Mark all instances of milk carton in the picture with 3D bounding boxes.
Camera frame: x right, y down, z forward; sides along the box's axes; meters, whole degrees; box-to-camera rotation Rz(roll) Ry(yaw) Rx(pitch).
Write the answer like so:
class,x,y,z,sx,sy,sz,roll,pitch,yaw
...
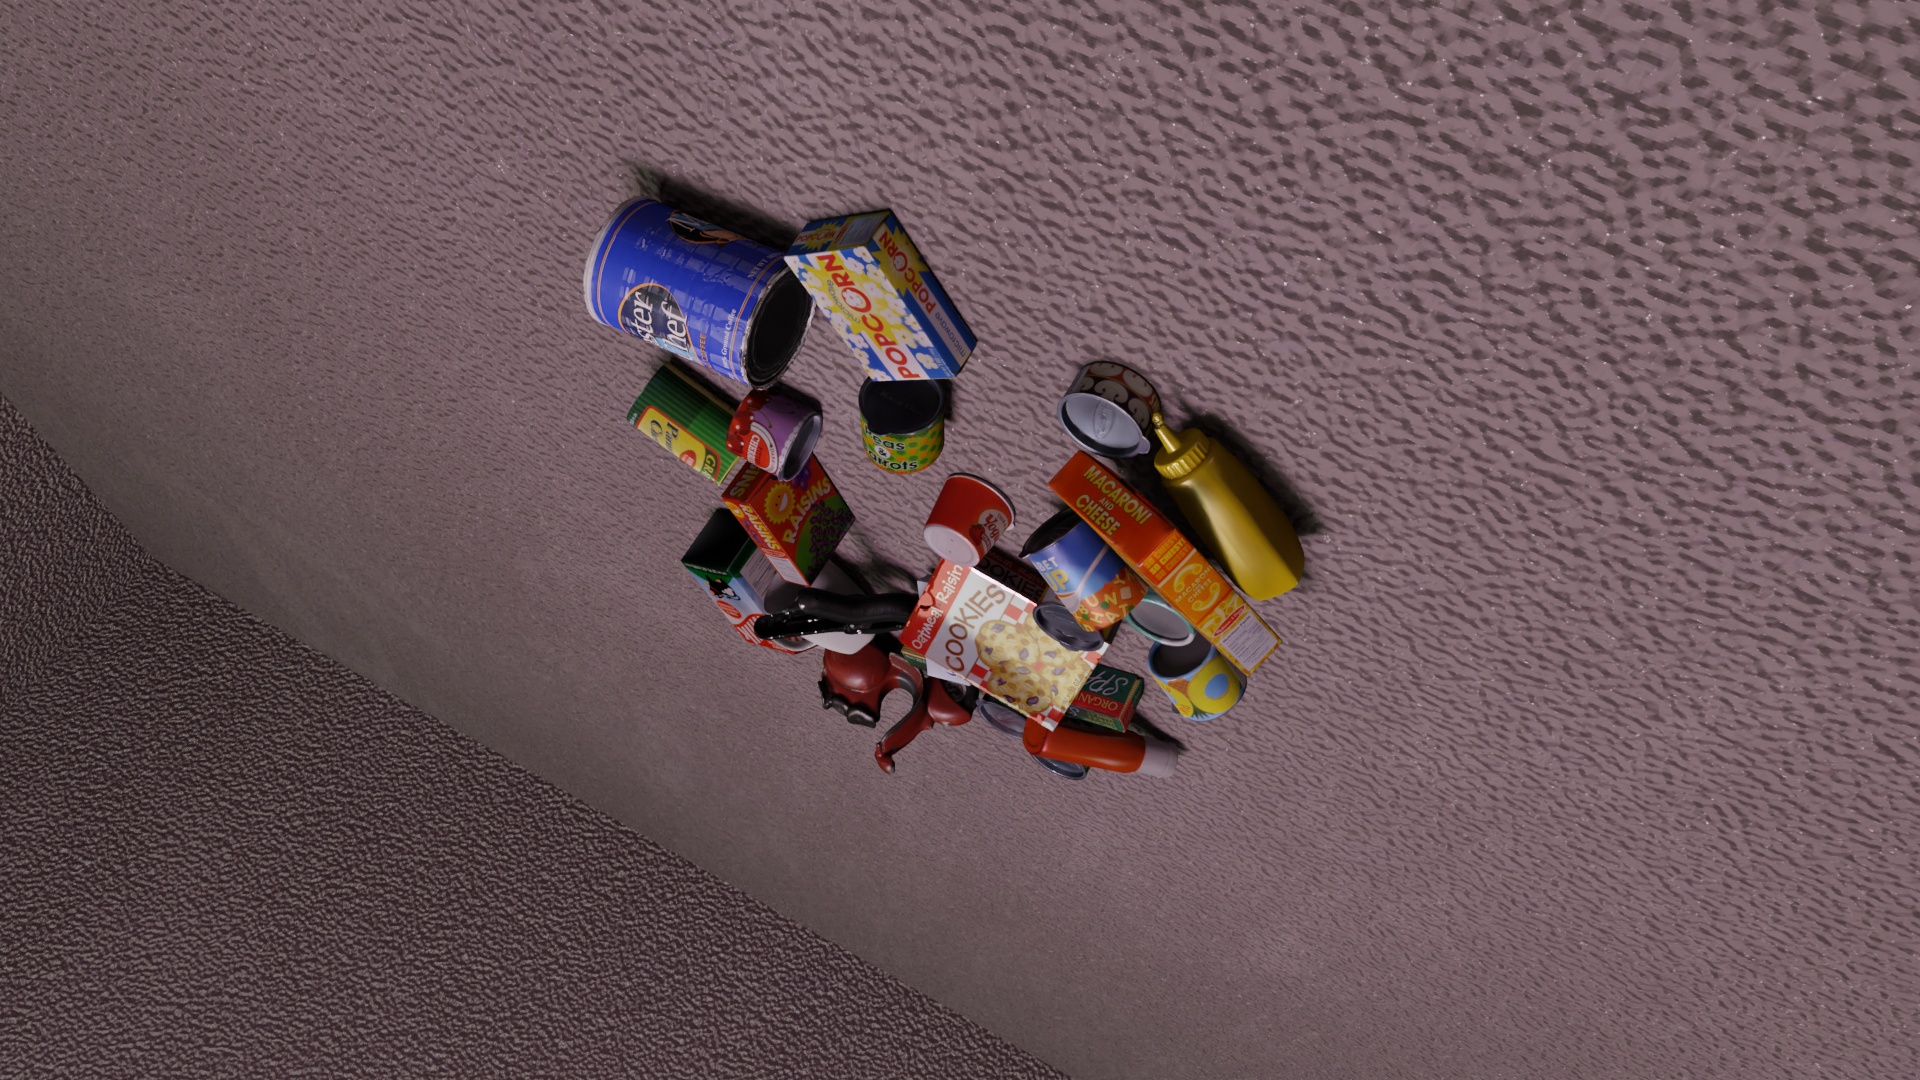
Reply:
class,x,y,z,sx,sy,sz,roll,pitch,yaw
milk carton,-0.210,0.058,1.488,0.072,0.074,0.189,10,146,36

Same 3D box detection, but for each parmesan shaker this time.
class,x,y,z,sx,sy,sz,roll,pitch,yaw
parmesan shaker,-0.243,-0.105,1.260,0.103,0.071,0.071,36,152,-7

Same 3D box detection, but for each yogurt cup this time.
class,x,y,z,sx,sy,sz,roll,pitch,yaw
yogurt cup,0.004,-0.015,1.171,0.072,0.054,0.072,25,151,15

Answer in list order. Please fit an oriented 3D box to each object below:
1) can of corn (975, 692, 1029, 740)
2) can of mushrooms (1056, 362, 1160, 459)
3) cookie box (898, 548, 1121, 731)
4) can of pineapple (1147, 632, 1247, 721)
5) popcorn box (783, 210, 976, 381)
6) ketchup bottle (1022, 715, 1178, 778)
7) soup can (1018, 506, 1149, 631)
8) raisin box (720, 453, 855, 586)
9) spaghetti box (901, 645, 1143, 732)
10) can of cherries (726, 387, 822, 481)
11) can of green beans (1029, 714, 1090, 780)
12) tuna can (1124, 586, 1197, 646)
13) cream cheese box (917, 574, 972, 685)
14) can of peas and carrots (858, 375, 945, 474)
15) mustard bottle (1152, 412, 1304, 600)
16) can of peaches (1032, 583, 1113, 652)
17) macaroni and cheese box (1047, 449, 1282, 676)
class,x,y,z,sx,sy,sz,roll,pitch,yaw
can of corn,0.057,0.158,1.399,0.071,0.058,0.070,24,152,14
can of mushrooms,0.106,-0.089,0.967,0.071,0.033,0.070,24,151,14
cookie box,0.042,0.083,1.260,0.167,0.040,0.122,30,127,3
can of pineapple,0.197,0.110,1.165,0.071,0.071,0.057,-1,138,46
popcorn box,-0.056,-0.170,0.991,0.085,0.038,0.126,4,142,42
ketchup bottle,0.138,0.201,1.351,0.149,0.043,0.064,14,178,-18
soup can,0.098,0.022,1.102,0.083,0.072,0.071,53,148,-13
raisin box,-0.156,-0.029,1.276,0.040,0.086,0.123,11,146,36
spaghetti box,0.058,0.128,1.357,0.250,0.050,0.028,14,150,30
can of cherries,-0.161,-0.091,1.194,0.058,0.072,0.071,28,152,8
can of green beans,0.111,0.202,1.418,0.071,0.058,0.071,24,152,14
tuna can,0.166,0.054,1.143,0.071,0.033,0.070,24,152,14
cream cheese box,-0.010,0.085,1.332,0.053,0.024,0.103,9,115,35
can of peas and carrots,-0.046,-0.092,1.076,0.071,0.071,0.058,24,152,13
mustard bottle,0.178,-0.030,0.960,0.048,0.066,0.160,-29,114,31
can of peaches,0.103,0.053,1.179,0.071,0.058,0.071,24,152,14
macaroni and cheese box,0.148,0.015,1.002,0.166,0.040,0.124,42,-177,-41
